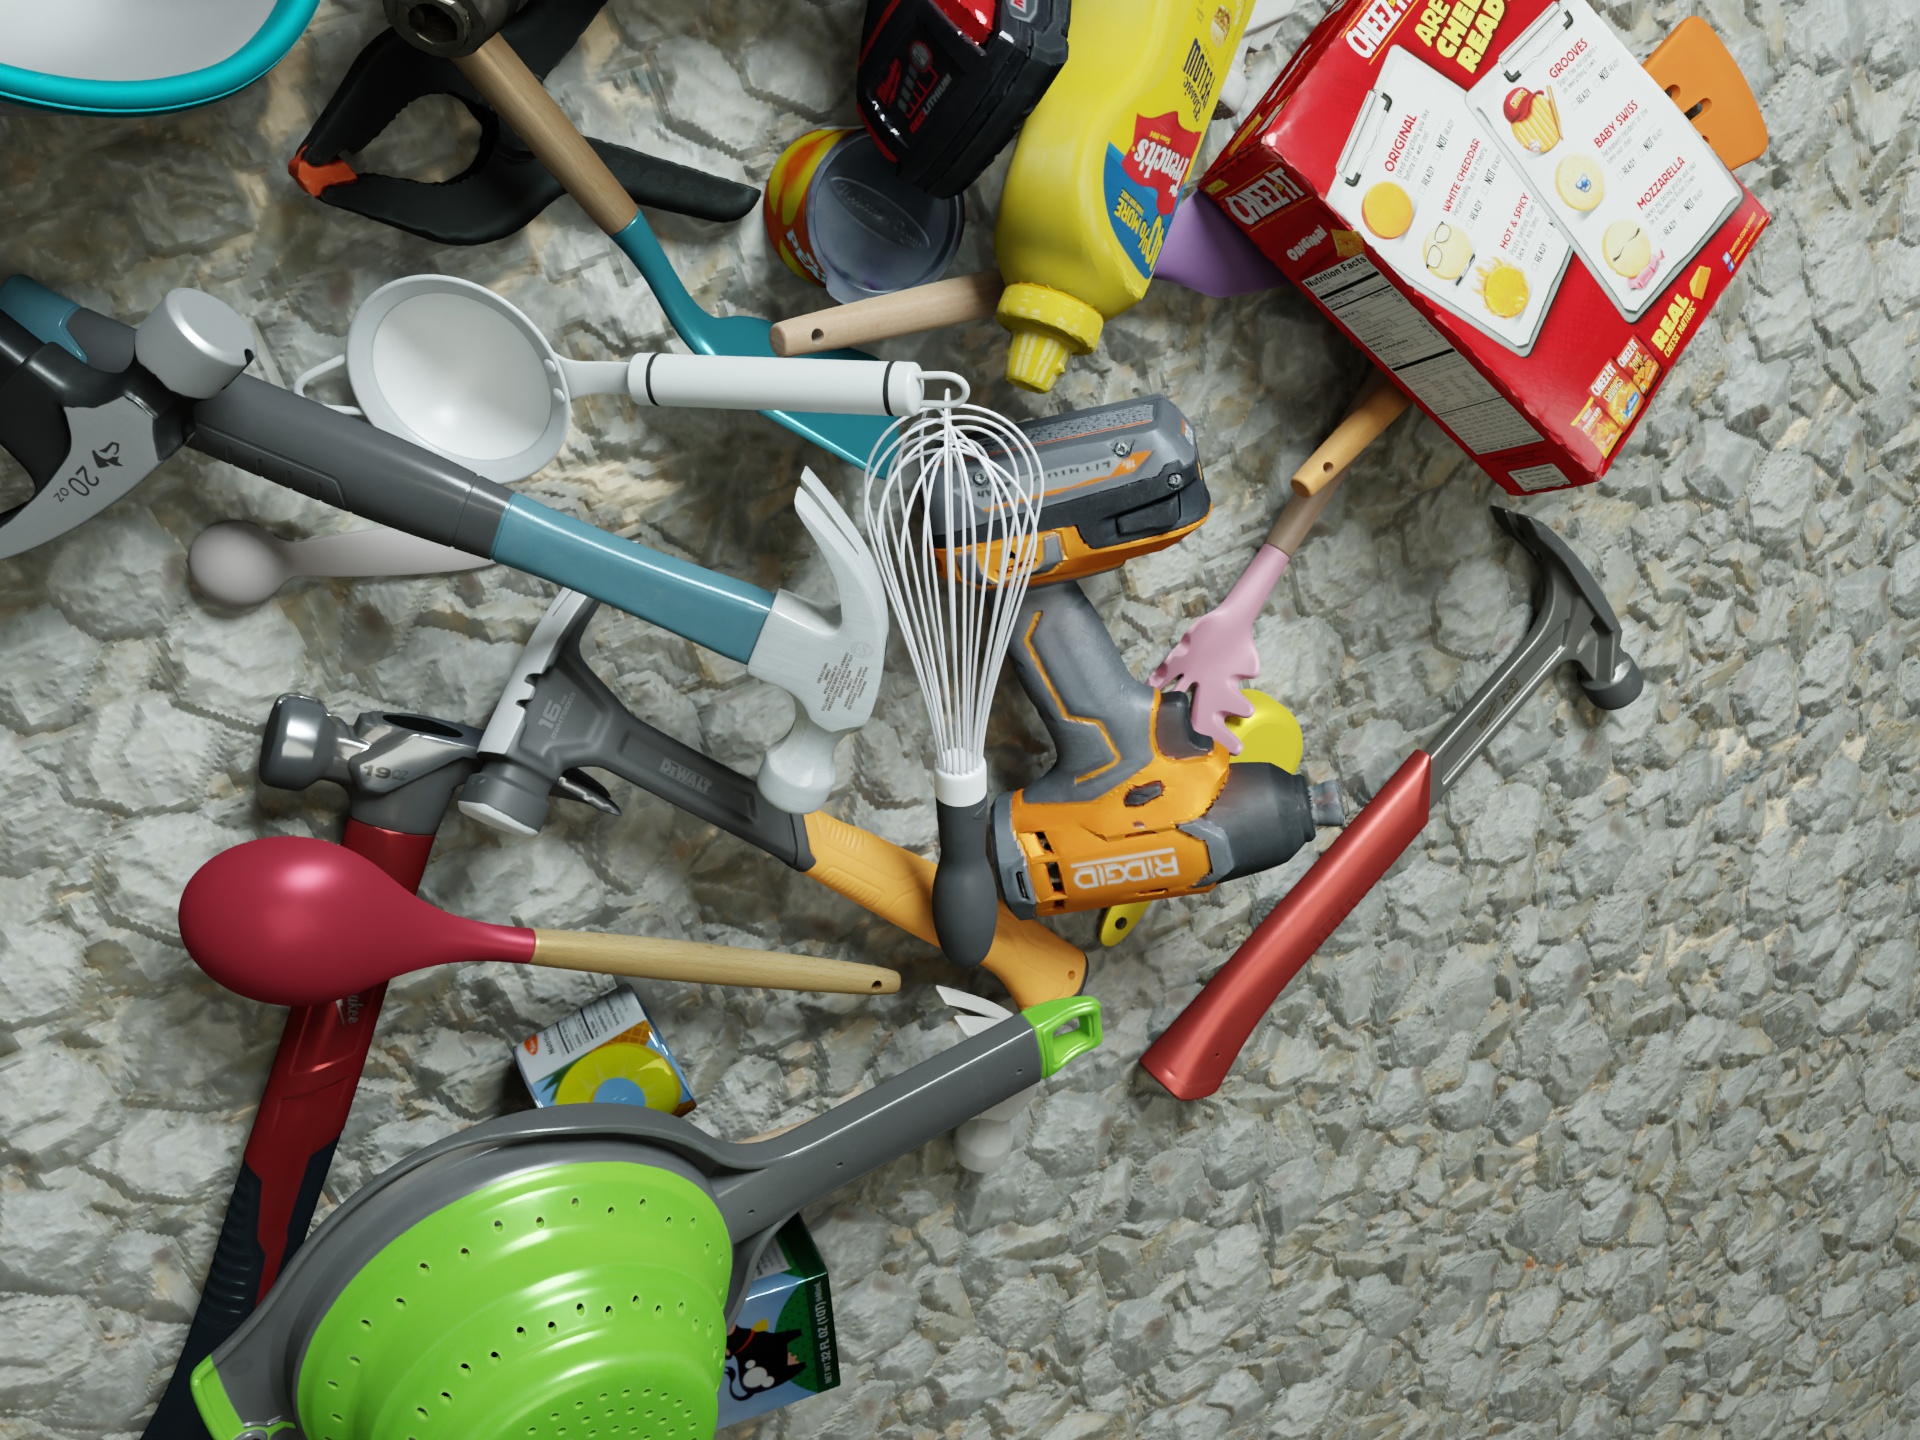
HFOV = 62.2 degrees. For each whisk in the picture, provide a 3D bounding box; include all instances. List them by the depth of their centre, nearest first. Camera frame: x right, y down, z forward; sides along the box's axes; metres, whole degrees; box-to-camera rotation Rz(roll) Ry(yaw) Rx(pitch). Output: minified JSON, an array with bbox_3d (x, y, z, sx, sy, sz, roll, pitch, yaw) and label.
[{"bbox_3d":[-0.001,-0.001,0.660,0.070,0.070,0.284,-16,128,-19],"label":"whisk"}]

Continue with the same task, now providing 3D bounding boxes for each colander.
[{"bbox_3d":[-0.090,0.227,0.647,0.397,0.095,0.204,-23,128,-20],"label":"colander"}]

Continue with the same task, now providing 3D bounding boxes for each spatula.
[{"bbox_3d":[-0.128,-0.203,0.564,0.044,0.082,0.317,-25,132,22],"label":"spatula"},{"bbox_3d":[0.053,-0.191,0.668,0.316,0.018,0.059,-23,116,-34],"label":"spatula"},{"bbox_3d":[0.271,-0.215,0.769,0.322,0.041,0.081,-44,107,-16],"label":"spatula"}]

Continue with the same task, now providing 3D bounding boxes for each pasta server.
[{"bbox_3d":[0.174,-0.106,0.784,0.060,0.040,0.316,31,92,-20],"label":"pasta server"}]

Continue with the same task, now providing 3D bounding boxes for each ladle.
[{"bbox_3d":[-0.159,0.099,0.675,0.315,0.031,0.069,12,101,-34],"label":"ladle"}]

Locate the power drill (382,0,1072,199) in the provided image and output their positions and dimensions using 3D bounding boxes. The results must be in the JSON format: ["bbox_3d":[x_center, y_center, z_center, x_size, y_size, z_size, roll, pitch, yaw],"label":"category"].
[{"bbox_3d":[-0.077,-0.264,0.537,0.226,0.080,0.188,18,61,-24],"label":"power drill"}]

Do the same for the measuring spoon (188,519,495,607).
[{"bbox_3d":[-0.235,-0.064,0.624,0.124,0.018,0.034,-8,111,-22],"label":"measuring spoon"}]

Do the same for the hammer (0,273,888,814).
[{"bbox_3d":[-0.180,-0.075,0.579,0.331,0.033,0.128,22,119,-10],"label":"hammer"}]

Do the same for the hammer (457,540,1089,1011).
[{"bbox_3d":[-0.057,0.052,0.725,0.336,0.034,0.127,33,70,-35],"label":"hammer"}]

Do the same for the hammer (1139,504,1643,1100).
[{"bbox_3d":[0.222,0.058,0.865,0.359,0.037,0.149,-48,120,-3],"label":"hammer"}]

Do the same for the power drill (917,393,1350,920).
[{"bbox_3d":[0.078,-0.023,0.710,0.164,0.084,0.226,-10,112,12],"label":"power drill"}]

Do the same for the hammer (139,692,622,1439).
[{"bbox_3d":[-0.271,0.183,0.685,0.143,0.038,0.386,15,101,-30],"label":"hammer"}]

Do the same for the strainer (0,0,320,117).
[{"bbox_3d":[-0.325,-0.215,0.418,0.210,0.095,0.341,52,45,-25],"label":"strainer"}]

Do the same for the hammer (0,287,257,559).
[{"bbox_3d":[-0.393,-0.185,0.480,0.146,0.035,0.334,-36,114,21],"label":"hammer"}]

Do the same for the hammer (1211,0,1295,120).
[{"bbox_3d":[-0.023,-0.390,0.593,0.410,0.038,0.146,20,98,-28],"label":"hammer"}]

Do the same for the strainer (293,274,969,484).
[{"bbox_3d":[-0.121,-0.126,0.586,0.258,0.050,0.086,5,130,14],"label":"strainer"}]

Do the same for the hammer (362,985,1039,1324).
[{"bbox_3d":[-0.104,0.204,0.719,0.331,0.031,0.130,-13,134,-30],"label":"hammer"}]

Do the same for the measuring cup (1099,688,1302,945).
[{"bbox_3d":[0.123,0.056,0.821,0.062,0.029,0.156,33,91,-30],"label":"measuring cup"}]
